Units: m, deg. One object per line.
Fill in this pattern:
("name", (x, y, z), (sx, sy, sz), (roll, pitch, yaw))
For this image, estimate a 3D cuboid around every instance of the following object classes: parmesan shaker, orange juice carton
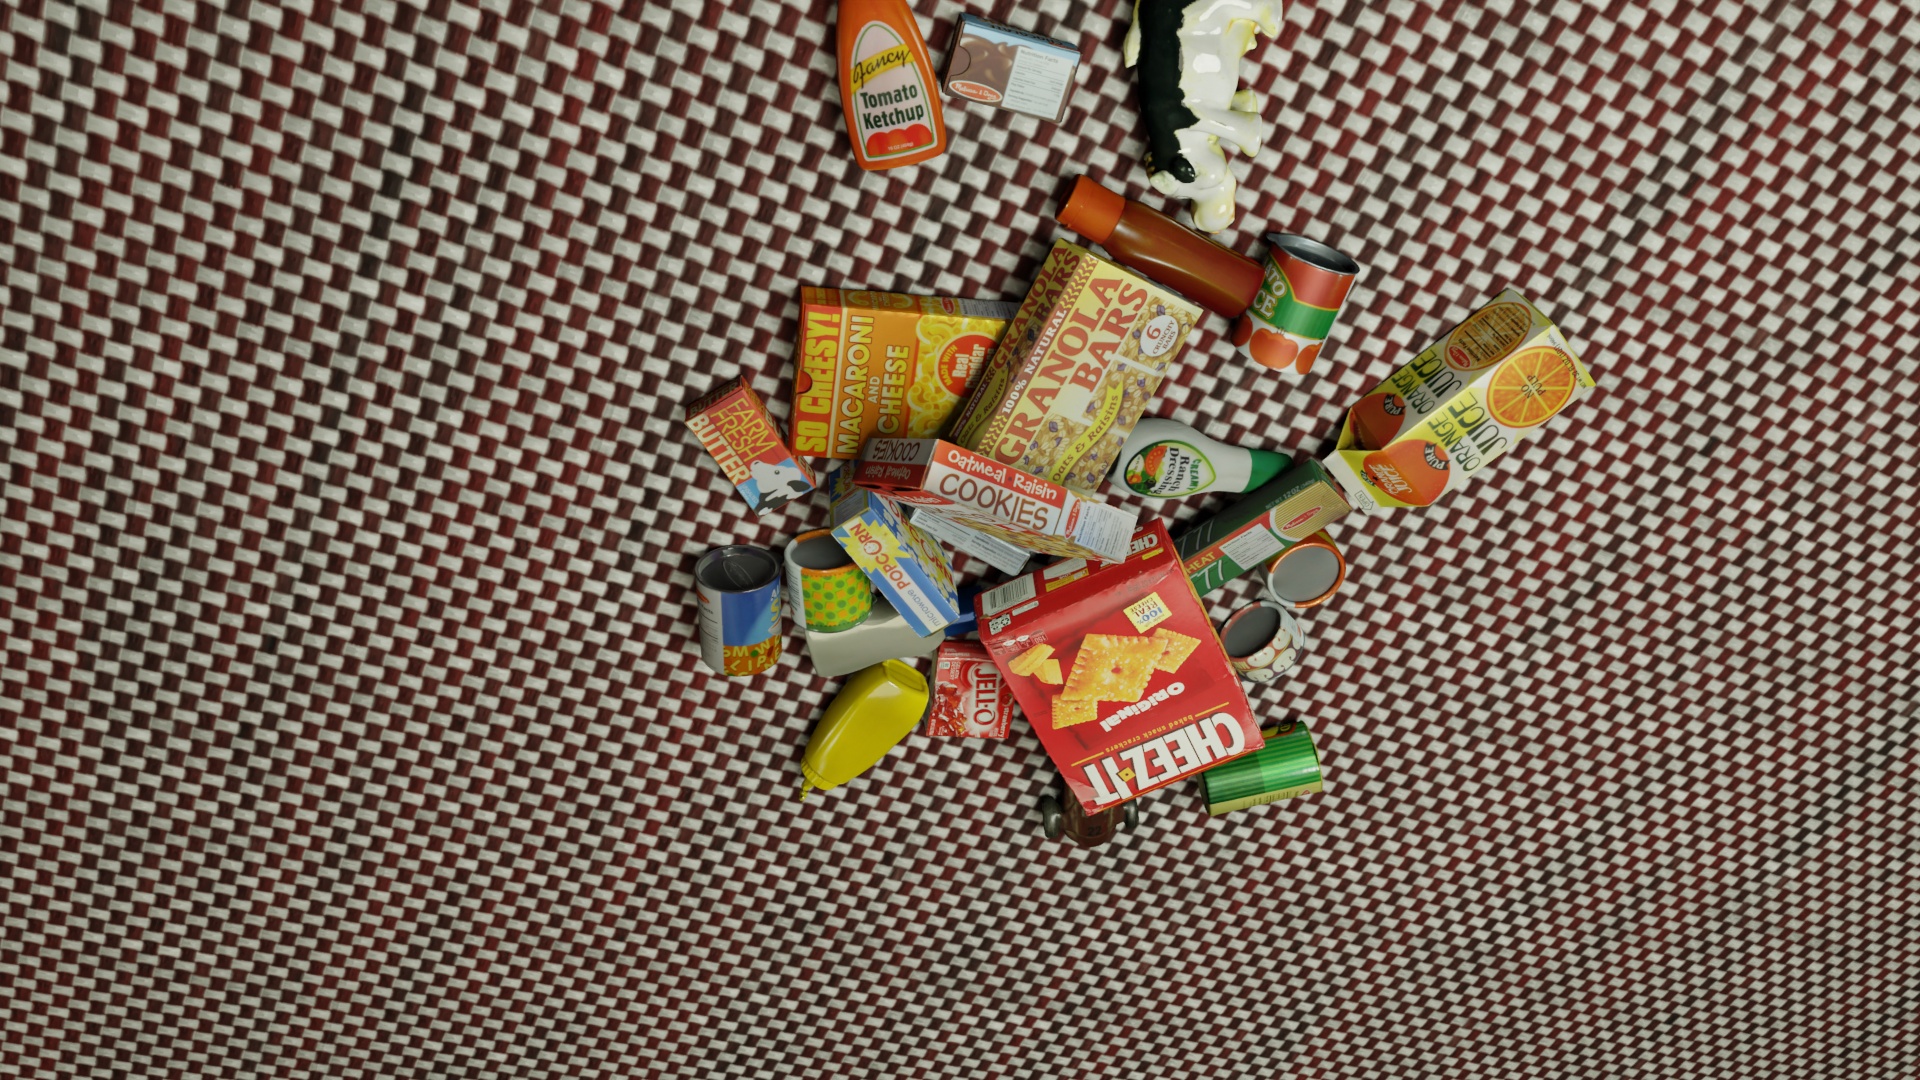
("parmesan shaker", (0.266, 0.205, 1.252), (0.103, 0.071, 0.071), (-13, 123, 1))
("orange juice carton", (0.376, -0.098, 1.074), (0.192, 0.073, 0.071), (-39, 119, 16))

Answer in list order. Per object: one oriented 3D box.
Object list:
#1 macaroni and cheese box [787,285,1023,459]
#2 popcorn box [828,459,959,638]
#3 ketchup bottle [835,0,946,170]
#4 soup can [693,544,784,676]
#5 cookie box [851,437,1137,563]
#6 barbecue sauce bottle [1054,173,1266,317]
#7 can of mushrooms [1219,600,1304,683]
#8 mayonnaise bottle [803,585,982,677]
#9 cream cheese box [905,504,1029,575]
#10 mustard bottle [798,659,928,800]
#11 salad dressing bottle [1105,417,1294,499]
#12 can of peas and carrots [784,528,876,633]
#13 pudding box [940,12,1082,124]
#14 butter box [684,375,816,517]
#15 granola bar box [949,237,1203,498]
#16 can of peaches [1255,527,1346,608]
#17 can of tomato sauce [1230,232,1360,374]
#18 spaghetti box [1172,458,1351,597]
("macaroni and cheese box", (-0.039, -0.118, 1.023), (0.167, 0.040, 0.123), (3, 121, -11))
("popcorn box", (-0.051, 0.004, 1.072), (0.038, 0.085, 0.126), (-30, 121, 13))
("ketchup bottle", (-0.052, -0.318, 0.894), (0.065, 0.044, 0.148), (-11, 122, 1))
("soup can", (-0.172, 0.055, 1.100), (0.071, 0.072, 0.083), (-2, 123, -7))
("cookie box", (0.022, -0.028, 0.995), (0.167, 0.123, 0.040), (20, 85, -26))
("barbecue sauce bottle", (0.139, -0.208, 0.981), (0.148, 0.065, 0.043), (25, 92, -12))
("can of mushrooms", (0.253, 0.087, 1.177), (0.071, 0.071, 0.033), (-37, 119, 15))
("mayonnaise bottle", (-0.052, 0.069, 1.140), (0.148, 0.041, 0.064), (-12, 127, -2))
("cream cheese box", (0.004, -0.014, 1.088), (0.104, 0.053, 0.024), (27, 113, -23))
("mustard bottle", (-0.095, 0.168, 1.191), (0.065, 0.049, 0.159), (32, 114, -26))
("salad dressing bottle", (0.188, -0.060, 1.089), (0.148, 0.044, 0.064), (6, 123, -14))
("can of peas and carrots", (-0.101, 0.030, 1.094), (0.071, 0.071, 0.058), (-5, 122, -5))
("pudding box", (0.033, -0.312, 0.917), (0.084, 0.030, 0.049), (10, 121, -14))
("butter box", (-0.158, -0.070, 1.047), (0.053, 0.024, 0.103), (-28, 121, 11))
("granola bar box", (0.083, -0.122, 1.007), (0.124, 0.039, 0.165), (16, 112, -38))
("can of peaches", (0.277, 0.012, 1.139), (0.071, 0.058, 0.071), (-3, 123, -5))
("can of tomato sauce", (0.241, -0.173, 1.013), (0.071, 0.071, 0.082), (11, 121, -14))
("spaghetti box", (0.192, 0.018, 1.120), (0.249, 0.029, 0.050), (-33, 132, 24))
